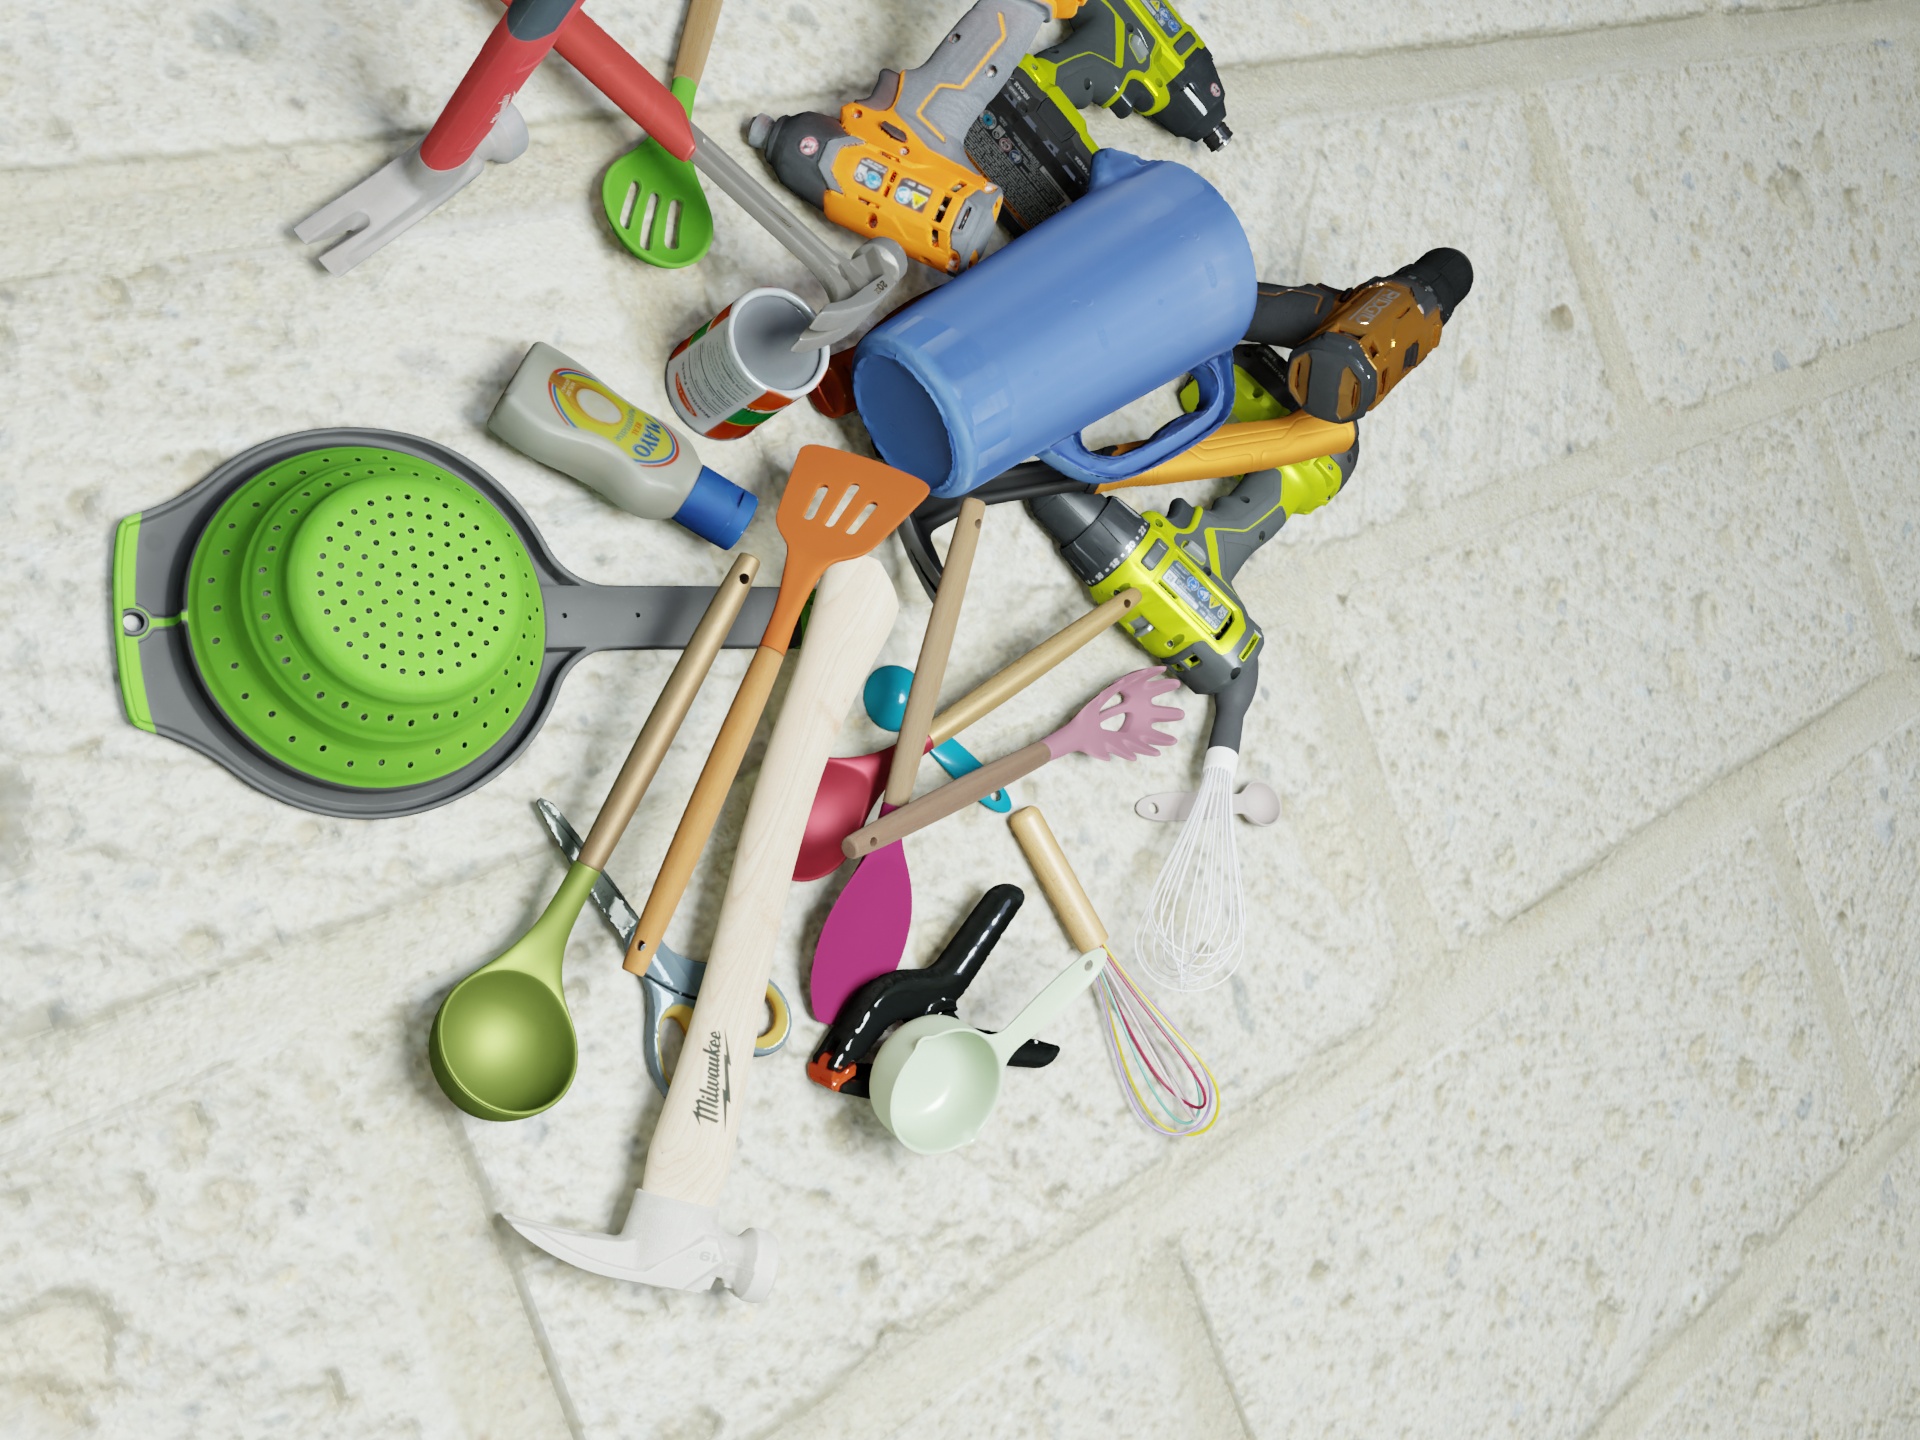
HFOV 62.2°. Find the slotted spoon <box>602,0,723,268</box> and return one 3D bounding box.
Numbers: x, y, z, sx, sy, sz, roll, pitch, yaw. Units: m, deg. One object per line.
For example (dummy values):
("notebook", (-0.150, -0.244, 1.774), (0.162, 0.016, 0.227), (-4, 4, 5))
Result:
("slotted spoon", (-0.161, -0.408, 0.971), (0.070, 0.031, 0.314), (19, 69, -28))

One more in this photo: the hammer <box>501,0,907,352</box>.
("hammer", (-0.186, -0.349, 0.882), (0.359, 0.036, 0.149), (41, 32, -7))

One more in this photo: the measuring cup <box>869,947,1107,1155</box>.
("measuring cup", (0.017, 0.181, 0.927), (0.167, 0.038, 0.083), (-37, 120, -23))

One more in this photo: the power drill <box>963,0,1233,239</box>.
("power drill", (0.098, -0.433, 1.120), (0.171, 0.080, 0.223), (47, 57, -14))

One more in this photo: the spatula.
("spatula", (-0.111, -0.013, 0.866), (0.081, 0.041, 0.323), (20, 75, 8))

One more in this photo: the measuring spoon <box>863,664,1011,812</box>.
("measuring spoon", (-0.008, 0.014, 0.998), (0.128, 0.021, 0.042), (44, 61, -18))

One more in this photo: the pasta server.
("pasta server", (0.041, 0.028, 0.985), (0.316, 0.040, 0.060), (-24, 108, -48))

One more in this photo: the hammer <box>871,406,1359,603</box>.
("hammer", (0.116, -0.161, 1.040), (0.337, 0.034, 0.127), (-13, 74, -19))

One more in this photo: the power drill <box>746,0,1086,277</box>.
("power drill", (-0.023, -0.408, 0.980), (0.164, 0.084, 0.226), (25, 95, 1))

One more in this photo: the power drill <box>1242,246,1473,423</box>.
("power drill", (0.225, -0.297, 1.096), (0.185, 0.226, 0.084), (-42, 146, -32))

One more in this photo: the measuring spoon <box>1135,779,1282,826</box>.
("measuring spoon", (0.173, 0.062, 1.121), (0.124, 0.018, 0.034), (0, 71, -27))

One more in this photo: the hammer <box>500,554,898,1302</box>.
("hammer", (-0.120, 0.096, 0.871), (0.146, 0.038, 0.411), (21, 75, -24))

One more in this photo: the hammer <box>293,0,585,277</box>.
("hammer", (-0.195, -0.313, 0.710), (0.038, 0.386, 0.143), (50, 59, -17))

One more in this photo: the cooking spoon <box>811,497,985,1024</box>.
("cooking spoon", (-0.032, 0.025, 0.933), (0.068, 0.017, 0.319), (14, 91, -45))

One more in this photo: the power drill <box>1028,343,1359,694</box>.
("power drill", (0.165, -0.156, 1.115), (0.190, 0.080, 0.228), (43, 63, -10))

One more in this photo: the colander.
("colander", (-0.214, -0.060, 0.829), (0.397, 0.094, 0.204), (-3, 83, -34))

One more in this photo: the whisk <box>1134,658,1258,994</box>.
("whisk", (0.171, 0.056, 1.081), (0.070, 0.070, 0.285), (34, 53, -25))

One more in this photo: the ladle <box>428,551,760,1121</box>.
("ladle", (-0.176, 0.053, 0.822), (0.078, 0.062, 0.320), (32, 77, -30))

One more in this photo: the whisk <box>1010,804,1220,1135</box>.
("whisk", (0.101, 0.163, 1.034), (0.051, 0.047, 0.245), (-33, 96, -40))

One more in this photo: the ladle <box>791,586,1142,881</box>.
("ladle", (-0.002, -0.003, 0.979), (0.315, 0.031, 0.069), (-34, 109, -25))
